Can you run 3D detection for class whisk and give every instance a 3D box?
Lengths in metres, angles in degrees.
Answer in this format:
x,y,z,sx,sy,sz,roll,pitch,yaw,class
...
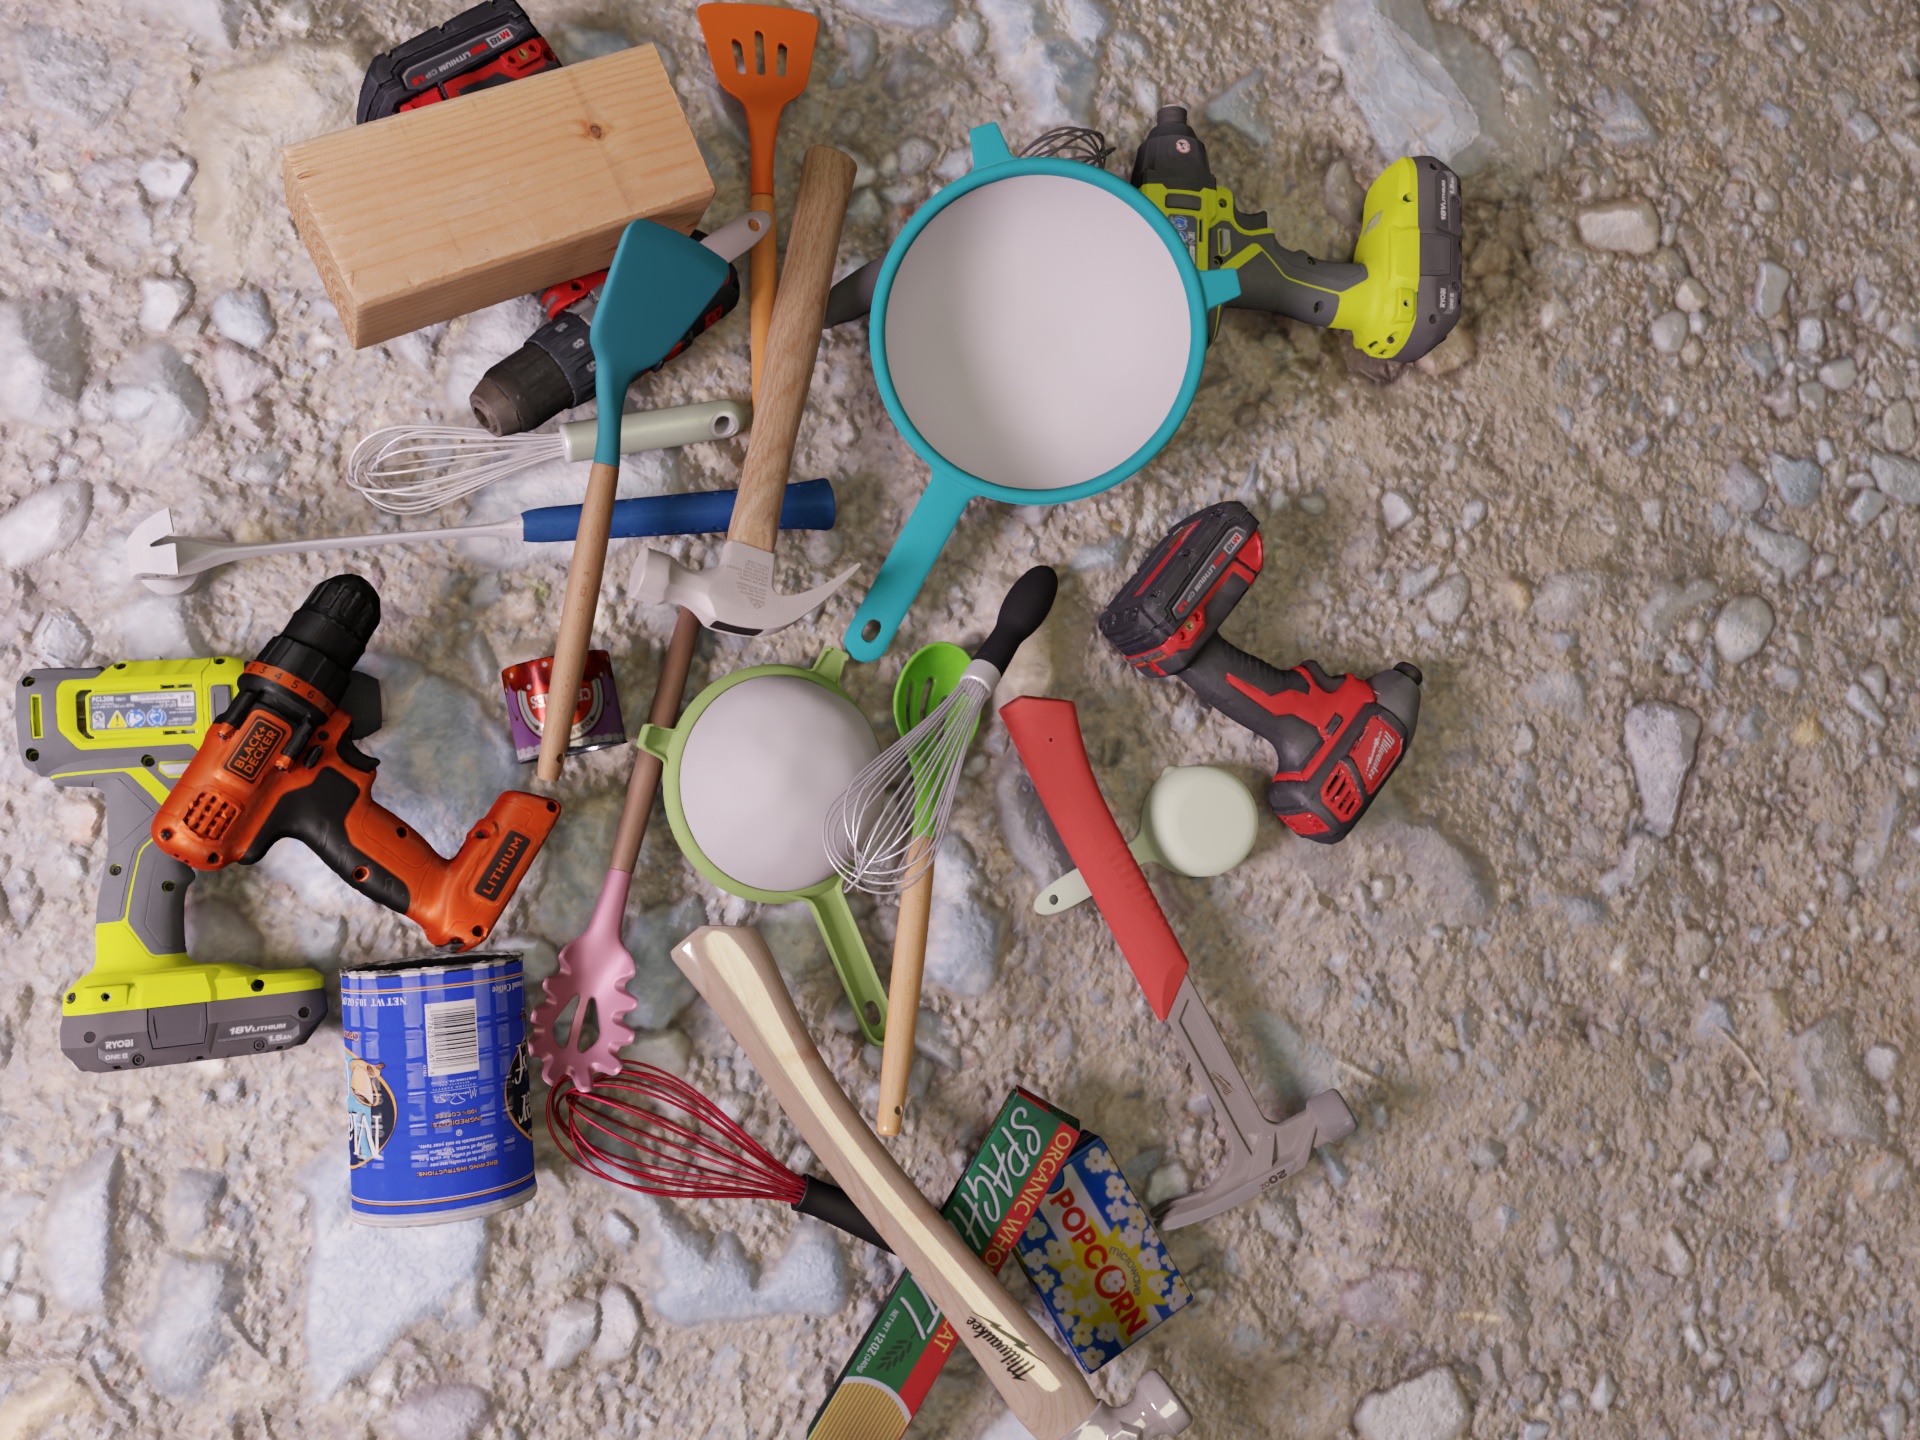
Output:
x,y,z,sx,sy,sz,roll,pitch,yaw,class
-0.001,-0.004,0.986,0.070,0.070,0.285,38,54,-8,whisk
-0.116,0.283,0.981,0.295,0.073,0.073,27,80,-16,whisk
-0.253,-0.171,0.987,0.246,0.059,0.057,-13,126,-18,whisk
0.003,-0.325,1.056,0.239,0.055,0.055,-34,94,-9,whisk

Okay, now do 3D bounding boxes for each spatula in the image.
x,y,z,sx,sy,sz,roll,pitch,yaw,class
-0.200,-0.120,0.907,0.044,0.082,0.317,11,91,32,spatula
-0.129,-0.314,1.037,0.081,0.041,0.322,-1,90,-13,spatula

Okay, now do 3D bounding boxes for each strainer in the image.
x,y,z,sx,sy,sz,roll,pitch,yaw,class
-0.082,0.086,0.980,0.151,0.069,0.256,-25,97,-30,strainer
0.016,-0.193,1.037,0.211,0.095,0.340,29,99,-7,strainer

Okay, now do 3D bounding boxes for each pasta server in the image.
x,y,z,sx,sy,sz,roll,pitch,yaw,class
-0.198,0.065,0.967,0.060,0.040,0.316,17,74,-17,pasta server

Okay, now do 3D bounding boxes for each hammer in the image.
x,y,z,sx,sy,sz,roll,pitch,yaw,class
0.113,0.148,1.033,0.149,0.037,0.359,-28,95,1,hammer
-0.106,-0.208,0.984,0.130,0.031,0.331,17,71,-24,hammer
-0.044,0.297,0.948,0.146,0.038,0.411,-38,86,-8,hammer
-0.272,-0.114,0.946,0.405,0.144,0.035,-8,92,-20,hammer

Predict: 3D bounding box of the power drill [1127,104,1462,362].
x,y,z,sx,sy,sz,roll,pitch,yaw,class
0.224,-0.330,1.095,0.223,0.080,0.171,2,86,-10,power drill

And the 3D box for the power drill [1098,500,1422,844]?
x,y,z,sx,sy,sz,roll,pitch,yaw,class
0.214,-0.037,1.070,0.219,0.078,0.143,43,73,-11,power drill

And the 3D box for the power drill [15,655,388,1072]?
x,y,z,sx,sy,sz,roll,pitch,yaw,class
-0.424,0.075,0.910,0.190,0.080,0.228,-3,84,-22,power drill

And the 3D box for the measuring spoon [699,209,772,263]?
x,y,z,sx,sy,sz,roll,pitch,yaw,class
-0.158,-0.280,0.964,0.124,0.018,0.034,-43,102,-26,measuring spoon

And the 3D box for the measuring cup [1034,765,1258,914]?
x,y,z,sx,sy,sz,roll,pitch,yaw,class
0.125,0.087,1.059,0.167,0.038,0.083,-27,93,-16,measuring cup

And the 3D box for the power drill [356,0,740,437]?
x,y,z,sx,sy,sz,roll,pitch,yaw,class
-0.266,-0.296,0.962,0.188,0.080,0.226,-42,99,-25,power drill

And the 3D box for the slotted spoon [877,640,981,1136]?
x,y,z,sx,sy,sz,roll,pitch,yaw,class
-0.028,0.098,0.986,0.070,0.031,0.314,23,62,-34,slotted spoon
